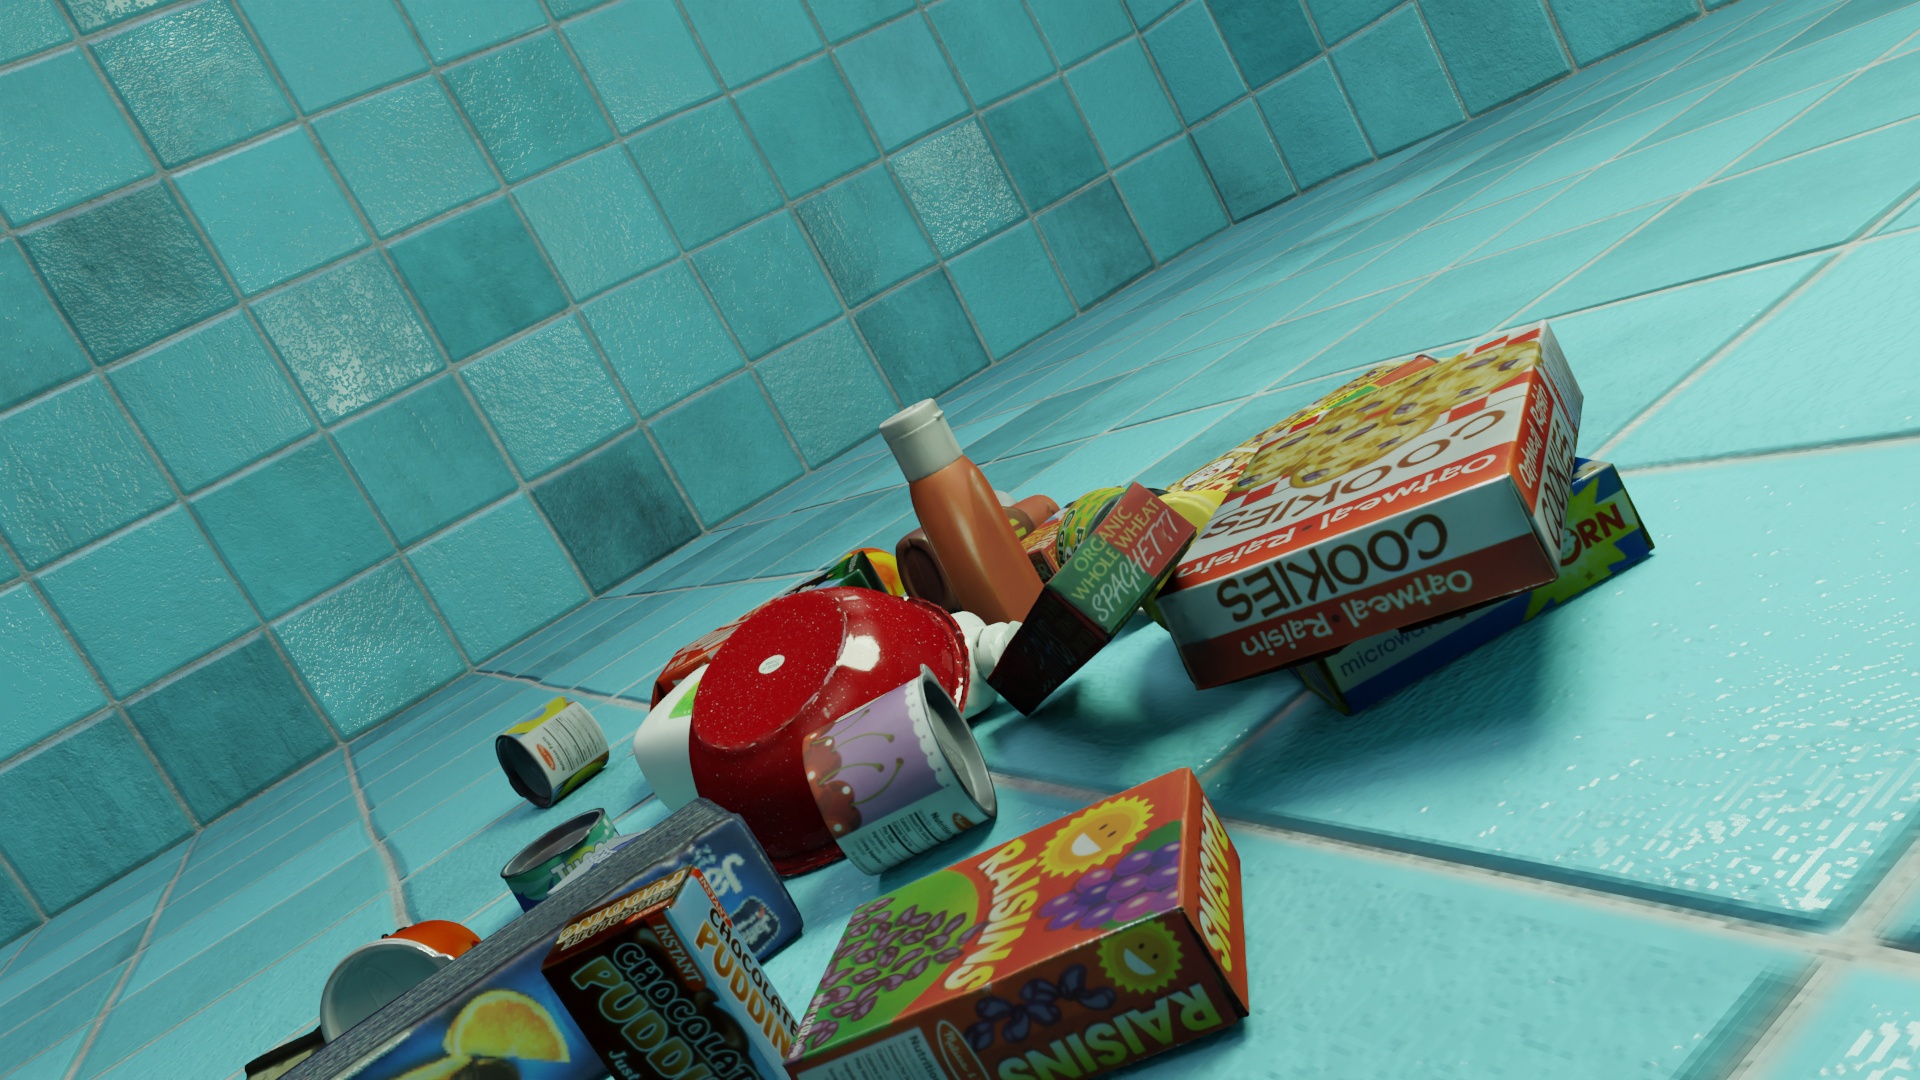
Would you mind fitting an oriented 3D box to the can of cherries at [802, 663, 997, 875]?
[{"bbox_3d":[-0.026,0.095,0.579,0.058,0.071,0.071,-28,9,8],"label":"can of cherries"}]

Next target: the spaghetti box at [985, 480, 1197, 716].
[{"bbox_3d":[0.045,0.033,0.562,0.050,0.029,0.249,-49,-6,-12],"label":"spaghetti box"}]

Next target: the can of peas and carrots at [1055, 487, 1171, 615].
[{"bbox_3d":[0.087,0.005,0.738,0.071,0.071,0.059,-30,8,-10],"label":"can of peas and carrots"}]

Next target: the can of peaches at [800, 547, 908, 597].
[{"bbox_3d":[-0.074,0.043,0.993,0.071,0.071,0.058,-24,9,28],"label":"can of peaches"}]

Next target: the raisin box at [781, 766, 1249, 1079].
[{"bbox_3d":[0.019,0.122,0.403,0.123,0.040,0.086,-27,9,16],"label":"raisin box"}]

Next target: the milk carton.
[{"bbox_3d":[-0.130,0.087,0.915,0.190,0.073,0.072,-29,9,2],"label":"milk carton"}]

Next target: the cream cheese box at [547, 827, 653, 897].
[{"bbox_3d":[-0.163,0.170,0.717,0.103,0.024,0.053,-21,13,39],"label":"cream cheese box"}]

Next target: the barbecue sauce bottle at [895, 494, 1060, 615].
[{"bbox_3d":[0.018,0.004,0.971,0.043,0.065,0.149,-19,5,40],"label":"barbecue sauce bottle"}]

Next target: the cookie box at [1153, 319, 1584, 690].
[{"bbox_3d":[0.153,-0.016,0.500,0.122,0.040,0.168,-24,11,33],"label":"cookie box"}]

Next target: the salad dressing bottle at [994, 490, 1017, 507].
[{"bbox_3d":[0.005,0.008,1.040,0.064,0.044,0.148,-21,13,28],"label":"salad dressing bottle"}]

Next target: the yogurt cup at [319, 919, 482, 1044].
[{"bbox_3d":[-0.253,0.211,0.646,0.072,0.072,0.054,-28,1,2],"label":"yogurt cup"}]

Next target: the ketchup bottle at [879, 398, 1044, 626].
[{"bbox_3d":[0.003,-0.010,0.814,0.043,0.148,0.065,-23,11,26],"label":"ketchup bottle"}]

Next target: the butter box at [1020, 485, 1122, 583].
[{"bbox_3d":[0.070,-0.001,0.949,0.053,0.024,0.104,-20,12,45],"label":"butter box"}]

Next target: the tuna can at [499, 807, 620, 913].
[{"bbox_3d":[-0.223,0.184,0.789,0.071,0.033,0.071,-28,9,5],"label":"tuna can"}]

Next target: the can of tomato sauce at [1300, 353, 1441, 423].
[{"bbox_3d":[0.198,-0.039,0.658,0.083,0.071,0.071,-29,9,1],"label":"can of tomato sauce"}]

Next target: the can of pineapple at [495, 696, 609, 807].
[{"bbox_3d":[-0.315,0.163,1.070,0.071,0.071,0.058,-18,13,48],"label":"can of pineapple"}]

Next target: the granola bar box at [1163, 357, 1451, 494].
[{"bbox_3d":[0.200,-0.045,0.760,0.166,0.039,0.124,-29,9,-6],"label":"granola bar box"}]

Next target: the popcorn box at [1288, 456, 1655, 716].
[{"bbox_3d":[0.178,0.012,0.526,0.127,0.038,0.085,-29,10,0],"label":"popcorn box"}]

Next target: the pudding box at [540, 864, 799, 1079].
[{"bbox_3d":[-0.084,0.148,0.429,0.049,0.083,0.030,-26,12,11],"label":"pudding box"}]

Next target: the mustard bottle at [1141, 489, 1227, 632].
[{"bbox_3d":[0.098,0.008,0.592,0.065,0.049,0.160,-34,-15,12],"label":"mustard bottle"}]
